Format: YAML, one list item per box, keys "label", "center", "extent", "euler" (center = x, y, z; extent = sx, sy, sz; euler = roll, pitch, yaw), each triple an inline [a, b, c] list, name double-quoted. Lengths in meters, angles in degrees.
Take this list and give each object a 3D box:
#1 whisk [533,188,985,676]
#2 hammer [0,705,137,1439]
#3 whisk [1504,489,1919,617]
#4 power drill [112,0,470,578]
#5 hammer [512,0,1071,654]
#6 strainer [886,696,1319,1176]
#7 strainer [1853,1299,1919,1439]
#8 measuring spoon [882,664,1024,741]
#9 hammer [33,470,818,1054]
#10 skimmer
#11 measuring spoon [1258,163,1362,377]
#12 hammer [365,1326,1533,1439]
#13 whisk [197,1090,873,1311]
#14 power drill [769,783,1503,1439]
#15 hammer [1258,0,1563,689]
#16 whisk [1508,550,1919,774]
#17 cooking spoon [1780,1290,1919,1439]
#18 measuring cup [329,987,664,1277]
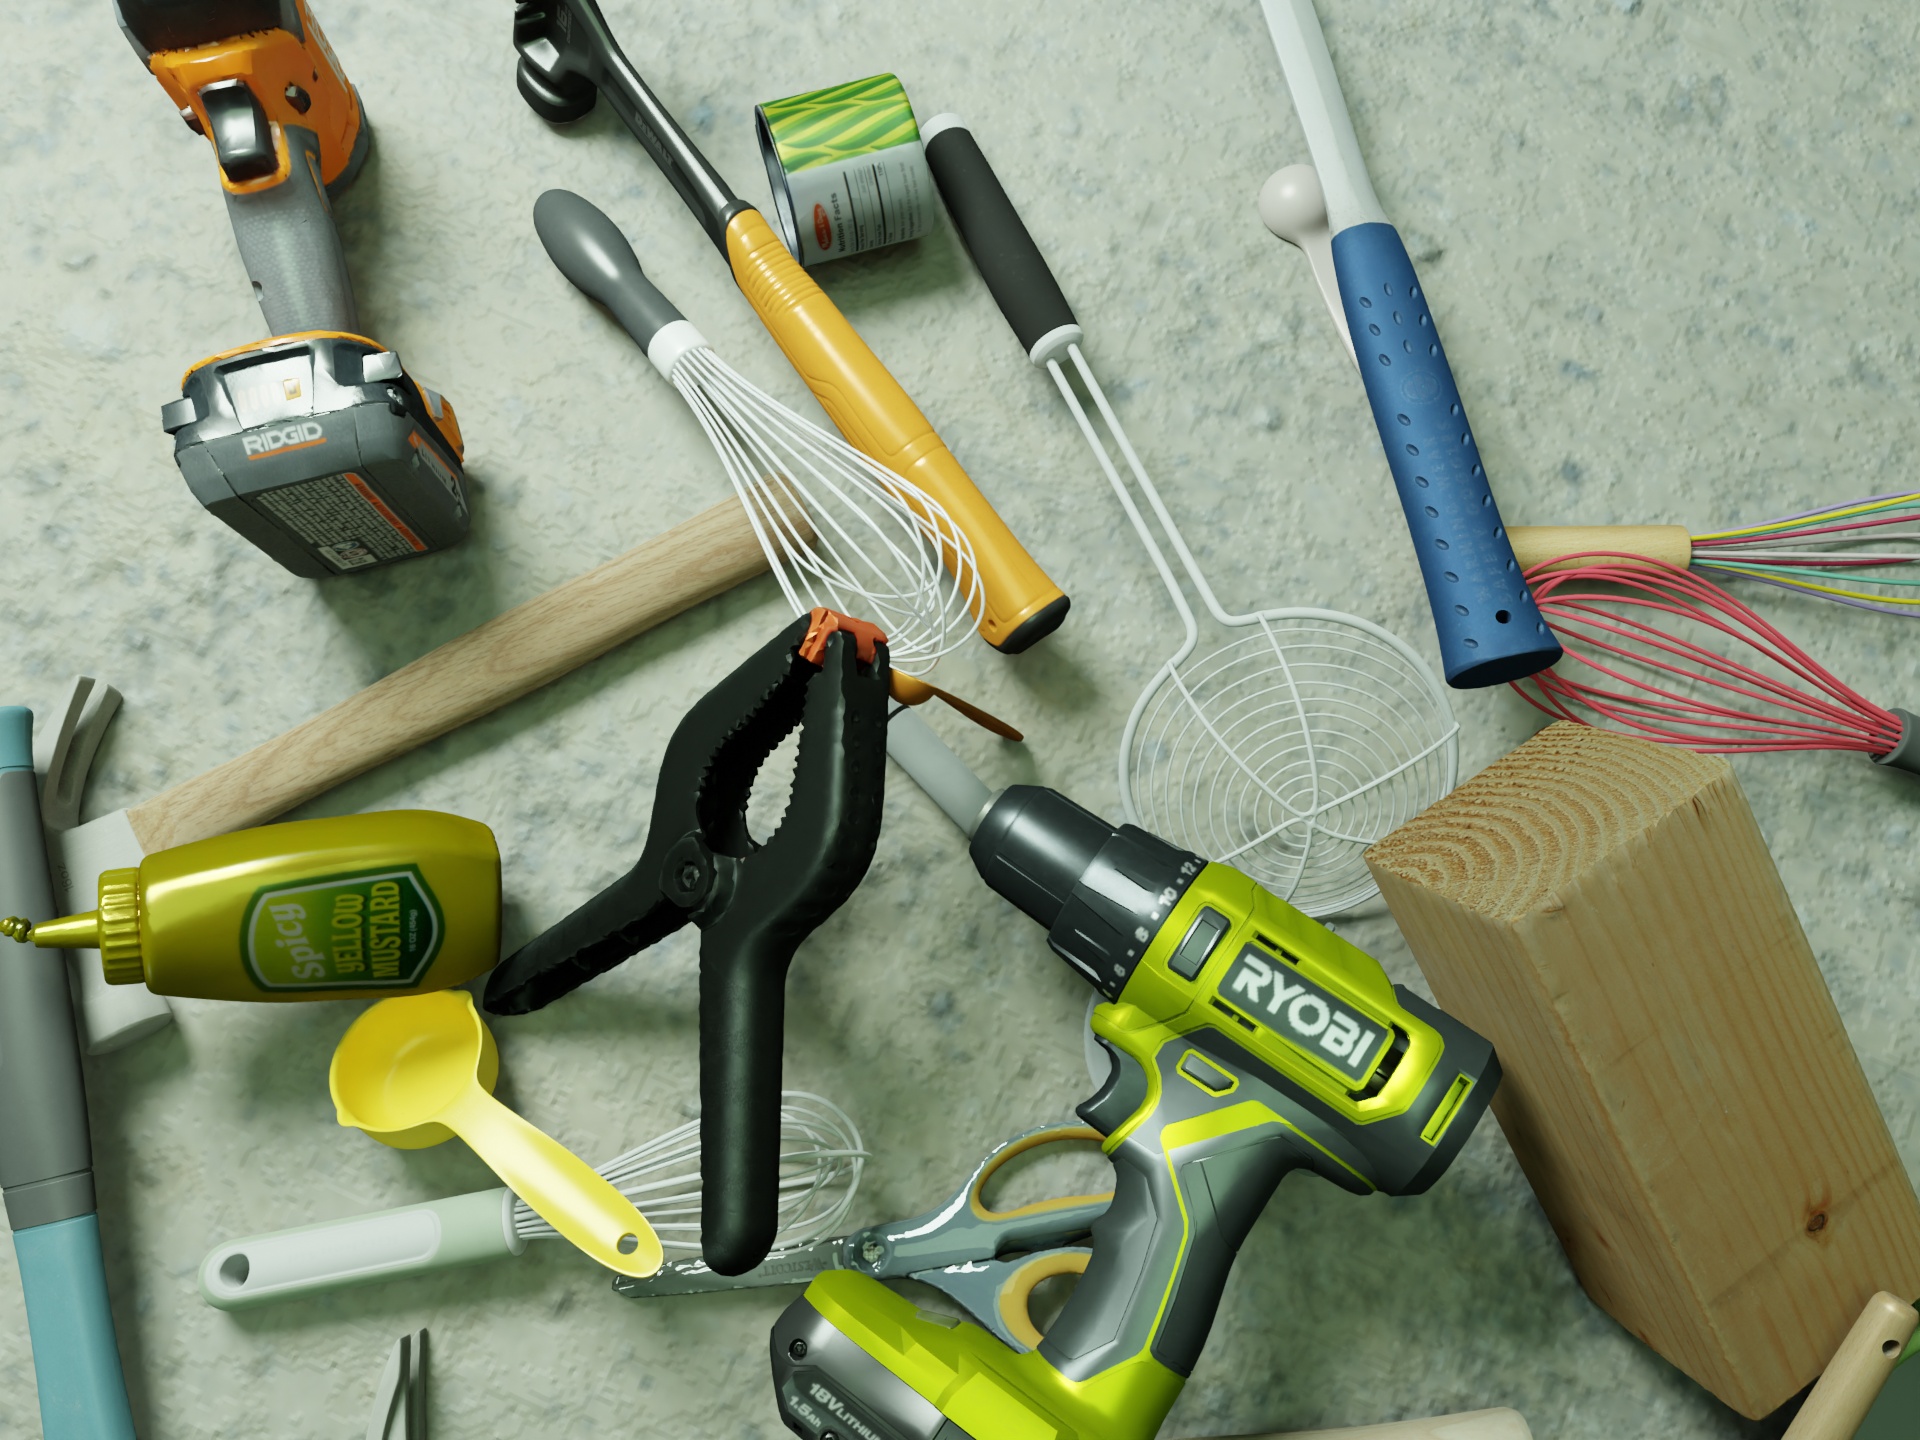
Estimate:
- label: "whisk"
  center: [-0.091, -0.121, 0.612]
  extent: [0.070, 0.070, 0.285]
  euler: [-37, 66, -9]
- label: "hammer"
  center: [-0.318, 0.160, 0.551]
  extent: [0.128, 0.033, 0.331]
  euler: [-13, 85, 4]
- label: "whisk"
  center: [0.315, -0.073, 0.646]
  extent: [0.245, 0.047, 0.051]
  euler: [0, 60, 2]
- label: "power drill"
  center: [-0.255, -0.182, 0.587]
  extent: [0.084, 0.164, 0.226]
  euler: [-15, 81, -6]
- label: "hammer"
  center: [-0.066, -0.169, 0.617]
  extent: [0.034, 0.127, 0.337]
  euler: [-35, 85, -23]
- label: "strainer"
  center: [0.044, 0.071, 0.606]
  extent: [0.087, 0.050, 0.258]
  euler: [-43, 77, -4]
- label: "strainer"
  center: [0.317, 0.320, 0.546]
  extent: [0.151, 0.069, 0.256]
  euler: [38, 79, 3]
- label: "measuring spoon"
  center: [-0.001, -0.002, 0.584]
  extent: [0.021, 0.116, 0.011]
  euler: [25, 89, 24]
- label: "hammer"
  center: [-0.209, -0.010, 0.618]
  extent: [0.331, 0.031, 0.130]
  euler: [-29, 81, -8]
- label: "skimmer"
  center: [0.072, -0.092, 0.645]
  extent: [0.127, 0.090, 0.364]
  euler: [-30, 69, 13]
- label: "measuring spoon"
  center: [0.164, -0.185, 0.675]
  extent: [0.034, 0.018, 0.124]
  euler: [-23, 79, -7]
- label: "hammer"
  center: [-0.002, 0.272, 0.562]
  extent: [0.410, 0.038, 0.146]
  euler: [-5, 77, -4]
- label: "whisk"
  center: [-0.153, 0.179, 0.572]
  extent: [0.246, 0.059, 0.058]
  euler: [-11, 66, 0]
- label: "power drill"
  center: [0.040, 0.148, 0.529]
  extent: [0.191, 0.080, 0.228]
  euler: [33, 80, 14]
- label: "hammer"
  center: [0.155, -0.205, 0.647]
  extent: [0.144, 0.035, 0.406]
  euler: [-10, 71, -4]
- label: "whisk"
  center: [0.347, 0.000, 0.623]
  extent: [0.296, 0.073, 0.073]
  euler: [17, 78, -5]
- label: "cooking spoon"
  center: [0.229, 0.326, 0.525]
  extent: [0.069, 0.017, 0.319]
  euler: [27, 97, 3]
- label: "measuring cup"
  center: [-0.159, 0.151, 0.560]
  extent: [0.157, 0.029, 0.062]
  euler: [30, 64, 25]
